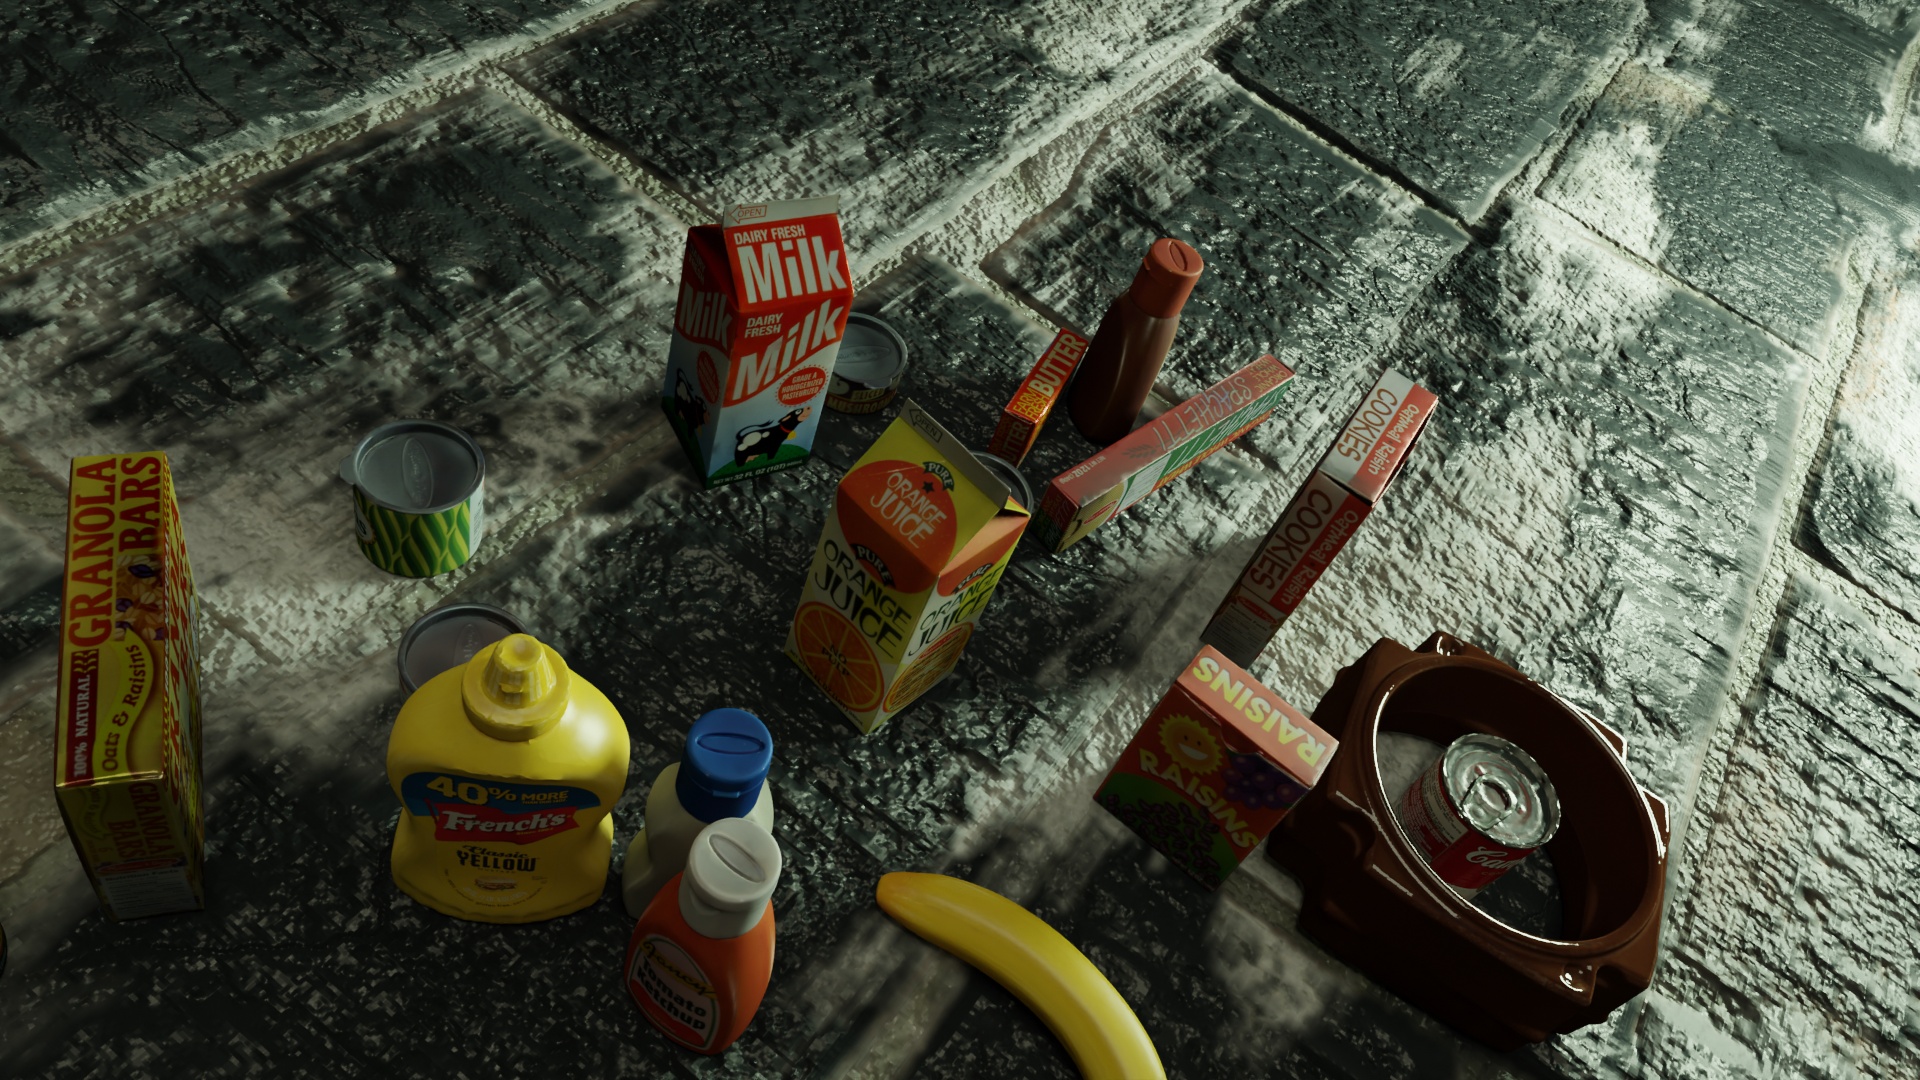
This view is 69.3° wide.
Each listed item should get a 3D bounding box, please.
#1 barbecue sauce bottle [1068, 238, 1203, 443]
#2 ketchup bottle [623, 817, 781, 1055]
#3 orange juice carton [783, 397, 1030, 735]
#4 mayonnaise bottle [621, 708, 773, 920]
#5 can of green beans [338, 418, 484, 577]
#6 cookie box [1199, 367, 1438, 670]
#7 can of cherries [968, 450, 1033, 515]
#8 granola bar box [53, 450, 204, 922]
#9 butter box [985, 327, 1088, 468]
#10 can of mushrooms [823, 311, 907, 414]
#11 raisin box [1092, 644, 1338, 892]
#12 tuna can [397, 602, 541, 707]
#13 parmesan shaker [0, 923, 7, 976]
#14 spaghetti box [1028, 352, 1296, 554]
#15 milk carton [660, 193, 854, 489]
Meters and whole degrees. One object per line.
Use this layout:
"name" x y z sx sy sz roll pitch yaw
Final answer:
"barbecue sauce bottle" 0.117 -0.135 0.933 0.044 0.147 0.065 3 51 -18
"ketchup bottle" -0.107 0.168 0.596 0.065 0.148 0.044 36 49 11
"orange juice carton" -0.027 0.012 0.727 0.072 0.191 0.073 43 50 17
"mayonnaise bottle" -0.114 0.128 0.626 0.065 0.147 0.041 8 50 -15
"can of green beans" -0.292 -0.022 0.748 0.071 0.057 0.071 10 49 -12
"cookie box" 0.220 -0.012 0.856 0.040 0.166 0.123 35 48 9
"can of cherries" 0.003 -0.011 0.847 0.071 0.058 0.072 10 49 -12
"granola bar box" -0.360 0.063 0.606 0.039 0.123 0.166 -5 54 -24
"butter box" 0.052 -0.095 0.940 0.024 0.052 0.104 29 48 5
"can of mushrooms" -0.070 -0.116 0.925 0.071 0.033 0.071 10 49 -12
"raisin box" 0.132 0.123 0.740 0.086 0.122 0.040 38 49 13
"tuna can" -0.248 0.067 0.706 0.071 0.032 0.071 10 49 -12
"parmesan shaker" -0.413 0.143 0.533 0.071 0.102 0.072 11 49 -12
"spaghetti box" 0.143 -0.064 0.950 0.251 0.049 0.029 -31 67 -37
"milk carton" -0.119 -0.123 0.807 0.072 0.189 0.073 -15 59 -30
